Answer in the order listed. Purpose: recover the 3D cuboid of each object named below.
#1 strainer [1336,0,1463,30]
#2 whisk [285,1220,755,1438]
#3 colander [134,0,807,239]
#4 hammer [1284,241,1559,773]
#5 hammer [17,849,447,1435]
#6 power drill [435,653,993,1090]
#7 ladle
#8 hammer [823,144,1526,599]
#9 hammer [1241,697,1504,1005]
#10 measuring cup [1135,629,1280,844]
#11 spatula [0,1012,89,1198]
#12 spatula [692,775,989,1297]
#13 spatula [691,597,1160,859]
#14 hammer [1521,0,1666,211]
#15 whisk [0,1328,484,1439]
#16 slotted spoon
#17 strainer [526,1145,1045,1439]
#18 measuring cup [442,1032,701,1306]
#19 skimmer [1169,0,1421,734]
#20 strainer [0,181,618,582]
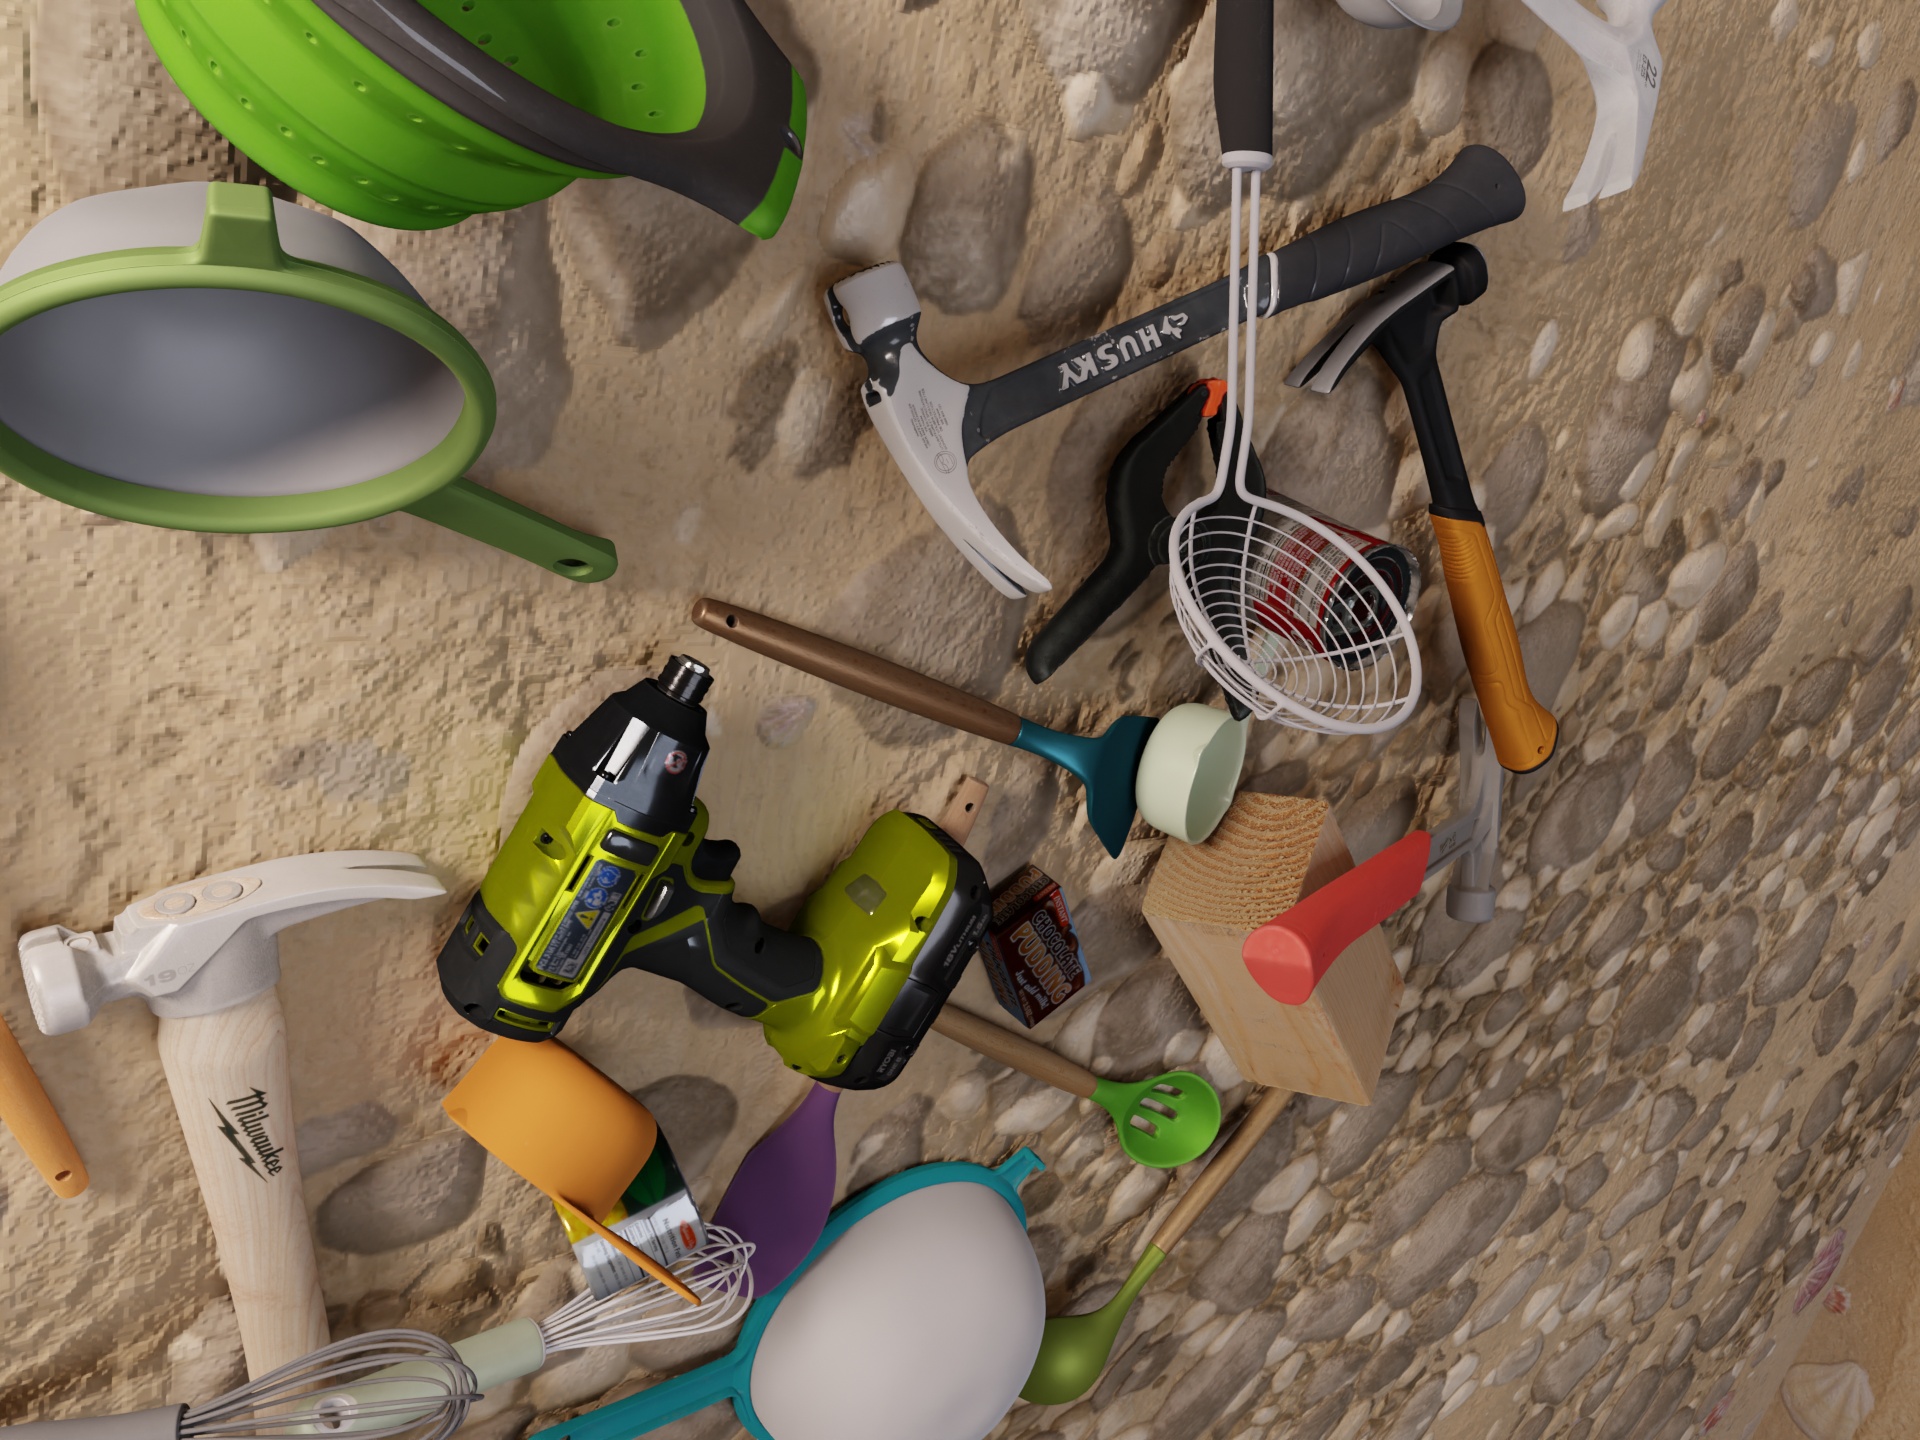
[{"bbox_3d":[0.241,-0.364,0.752,0.258,0.050,0.087,-24,86,-33],"label":"strainer"},{"bbox_3d":[-0.199,0.295,0.761,0.246,0.058,0.059,-6,145,-44],"label":"whisk"},{"bbox_3d":[-0.217,-0.252,0.409,0.094,0.205,0.396,-34,125,30],"label":"colander"},{"bbox_3d":[0.287,-0.095,0.917,0.127,0.034,0.336,-39,124,-16],"label":"hammer"},{"bbox_3d":[-0.287,0.243,0.689,0.146,0.038,0.410,-15,124,-34],"label":"hammer"},{"bbox_3d":[-0.097,0.077,0.717,0.223,0.080,0.171,27,97,-42],"label":"power drill"},{"bbox_3d":[0.144,0.337,1.098,0.320,0.062,0.078,-46,135,-17],"label":"ladle"},{"bbox_3d":[0.132,-0.192,0.742,0.409,0.036,0.149,-29,101,-29],"label":"hammer"},{"bbox_3d":[0.253,0.082,0.926,0.359,0.037,0.149,-14,106,-55],"label":"hammer"},{"bbox_3d":[0.144,-0.013,0.890,0.168,0.038,0.083,-66,153,-13],"label":"measuring cup"},{"bbox_3d":[-0.356,0.049,0.528,0.081,0.041,0.322,-24,132,-26],"label":"spatula"},{"bbox_3d":[-0.056,0.172,0.841,0.059,0.018,0.316,22,100,-18],"label":"spatula"},{"bbox_3d":[-0.001,-0.002,0.778,0.317,0.044,0.082,21,85,-38],"label":"spatula"},{"bbox_3d":[0.174,-0.356,0.654,0.405,0.035,0.144,20,74,-35],"label":"hammer"},{"bbox_3d":[-0.314,0.287,0.638,0.239,0.055,0.055,-7,122,-9],"label":"whisk"},{"bbox_3d":[0.064,0.212,0.961,0.313,0.031,0.070,34,92,-43],"label":"slotted spoon"},{"bbox_3d":[-0.073,0.381,0.902,0.340,0.095,0.211,-8,120,-37],"label":"strainer"},{"bbox_3d":[-0.147,0.184,0.670,0.052,0.174,0.095,-54,134,-17],"label":"measuring cup"},{"bbox_3d":[0.141,-0.177,0.665,0.127,0.090,0.363,-4,97,-35],"label":"skimmer"},{"bbox_3d":[-0.199,-0.108,0.528,0.151,0.069,0.256,-17,162,21],"label":"strainer"}]
